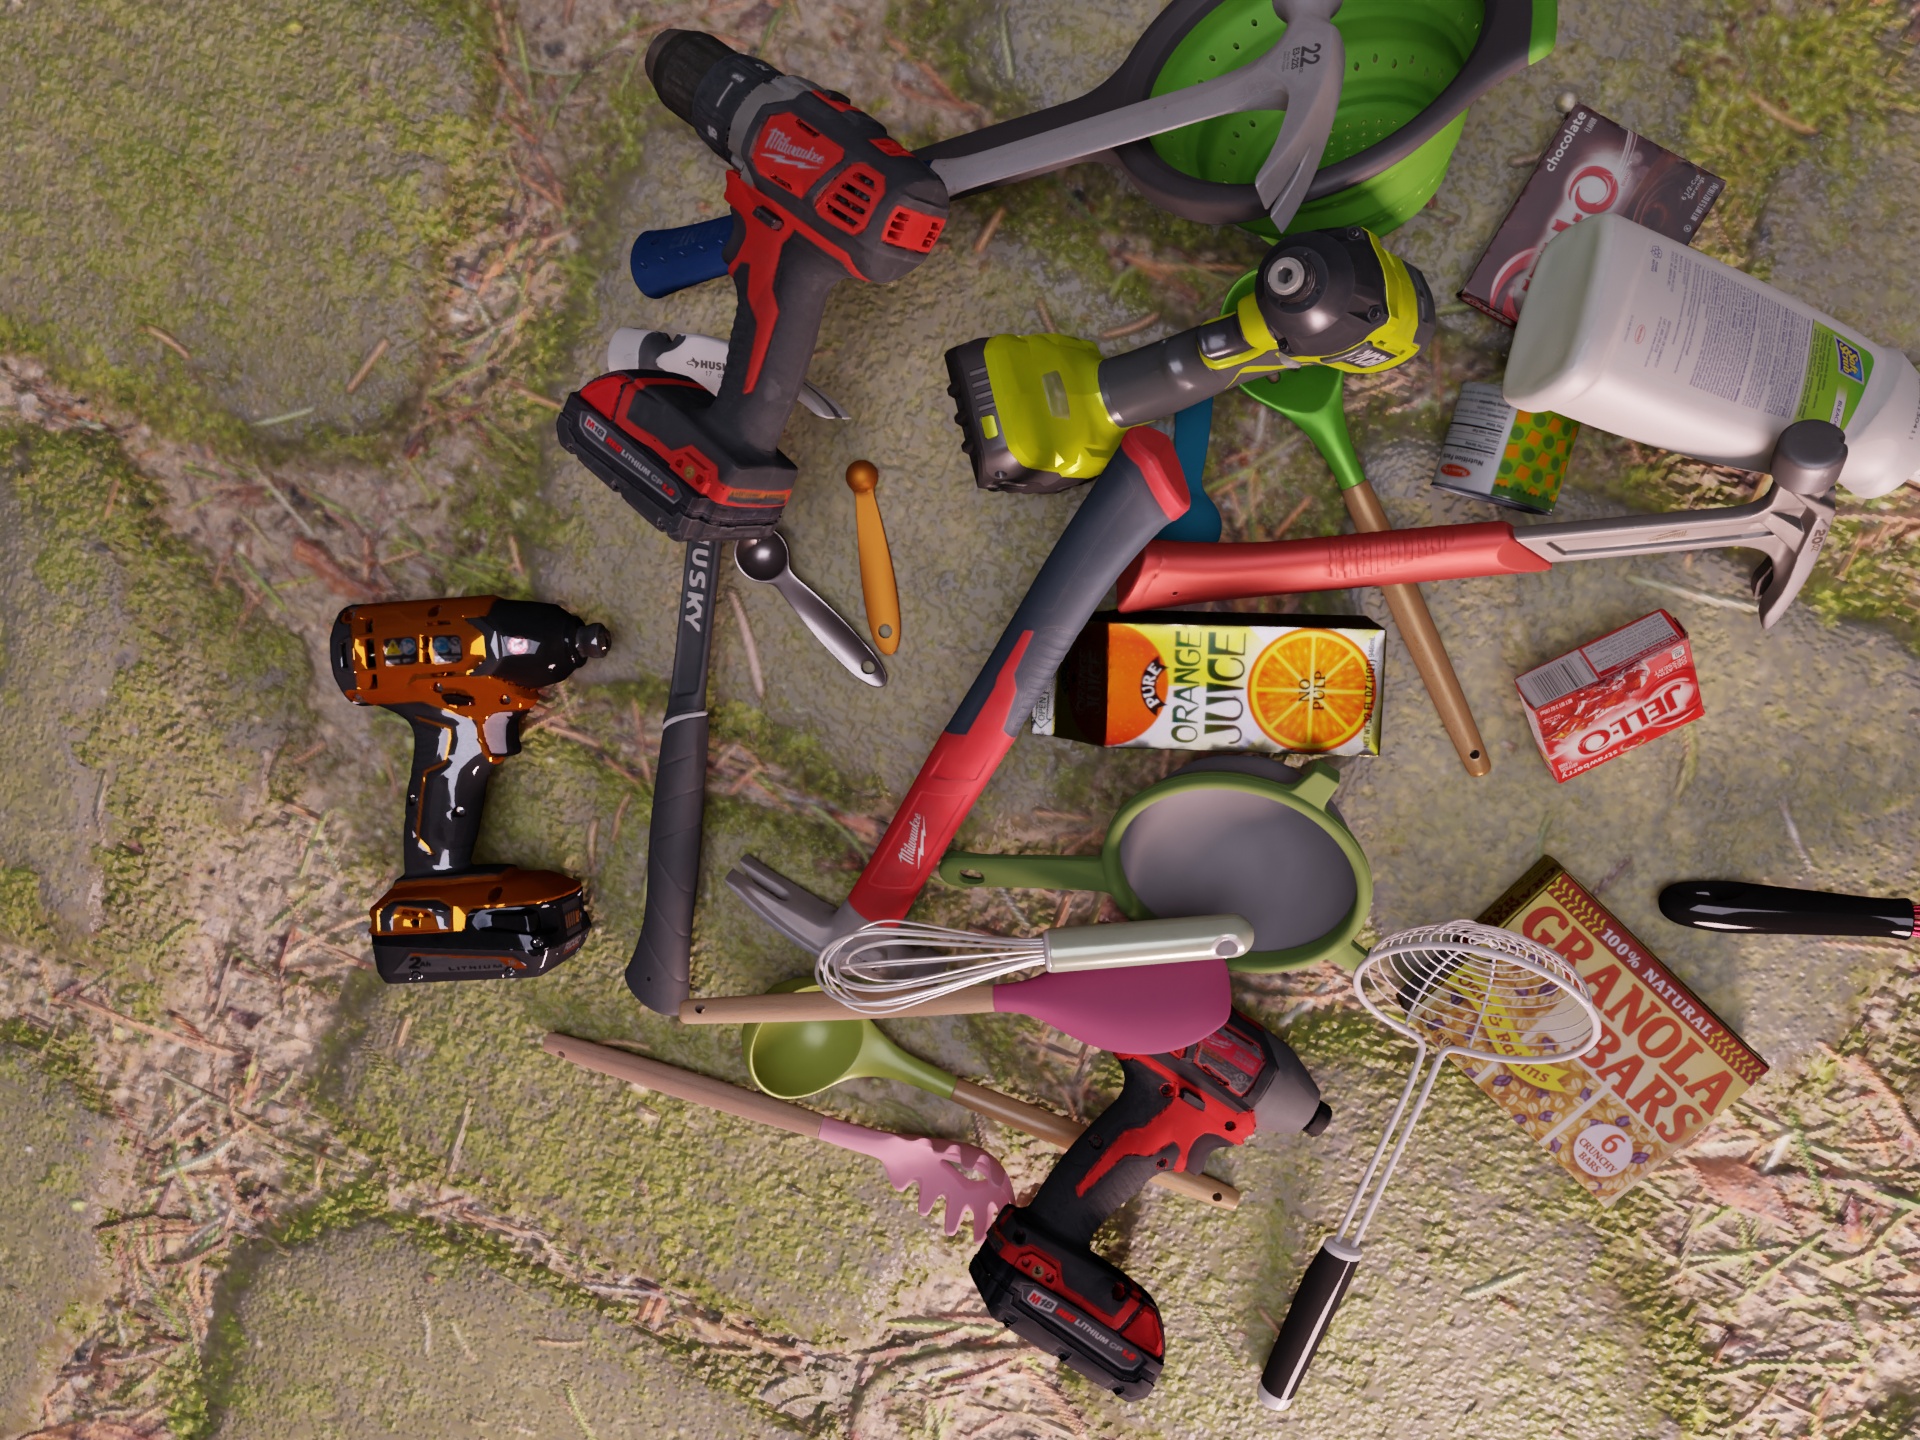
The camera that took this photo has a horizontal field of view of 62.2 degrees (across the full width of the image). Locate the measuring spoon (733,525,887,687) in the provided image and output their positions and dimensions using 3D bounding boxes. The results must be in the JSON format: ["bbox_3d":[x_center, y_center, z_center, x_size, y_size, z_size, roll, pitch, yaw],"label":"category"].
[{"bbox_3d":[-0.086,-0.068,0.952,0.034,0.018,0.124,-39,99,21],"label":"measuring spoon"}]

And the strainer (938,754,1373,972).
[{"bbox_3d":[0.112,0.071,0.927,0.256,0.069,0.151,-2,128,25],"label":"strainer"}]

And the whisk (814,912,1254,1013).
[{"bbox_3d":[0.041,0.129,0.888,0.246,0.059,0.057,-5,127,1],"label":"whisk"}]

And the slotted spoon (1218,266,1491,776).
[{"bbox_3d":[0.230,-0.109,0.897,0.070,0.031,0.313,-25,97,11],"label":"slotted spoon"}]

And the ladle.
[{"bbox_3d":[0.020,0.237,0.963,0.320,0.062,0.078,22,98,1],"label":"ladle"}]

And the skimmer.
[{"bbox_3d":[0.238,0.267,0.895,0.127,0.090,0.363,20,110,5],"label":"skimmer"}]

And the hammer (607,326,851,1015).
[{"bbox_3d":[-0.156,-0.019,0.944,0.149,0.036,0.409,13,104,23],"label":"hammer"}]

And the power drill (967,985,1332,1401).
[{"bbox_3d":[0.113,0.266,0.923,0.143,0.078,0.220,33,82,-4],"label":"power drill"}]

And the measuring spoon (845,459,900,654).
[{"bbox_3d":[-0.051,-0.096,0.941,0.021,0.011,0.117,-7,98,8],"label":"measuring spoon"}]

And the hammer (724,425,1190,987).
[{"bbox_3d":[-0.001,-0.003,0.870,0.143,0.038,0.386,32,123,2],"label":"hammer"}]

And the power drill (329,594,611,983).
[{"bbox_3d":[-0.284,0.037,0.959,0.164,0.084,0.226,-4,94,7],"label":"power drill"}]

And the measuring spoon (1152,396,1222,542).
[{"bbox_3d":[0.131,-0.153,0.903,0.042,0.021,0.128,4,101,6],"label":"measuring spoon"}]

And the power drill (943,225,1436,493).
[{"bbox_3d":[0.112,-0.185,0.805,0.223,0.171,0.080,-15,89,30],"label":"power drill"}]

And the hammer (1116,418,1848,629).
[{"bbox_3d":[0.263,-0.085,0.848,0.359,0.149,0.037,-5,61,11],"label":"hammer"}]

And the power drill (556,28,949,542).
[{"bbox_3d":[-0.124,-0.225,0.821,0.188,0.080,0.226,40,115,21],"label":"power drill"}]

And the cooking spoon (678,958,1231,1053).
[{"bbox_3d":[-0.006,0.161,0.912,0.319,0.017,0.069,-4,68,7],"label":"cooking spoon"}]

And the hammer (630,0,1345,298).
[{"bbox_3d":[-0.004,-0.276,0.819,0.405,0.035,0.144,-6,64,29],"label":"hammer"}]

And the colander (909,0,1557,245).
[{"bbox_3d":[0.114,-0.299,0.850,0.397,0.094,0.205,-8,57,26],"label":"colander"}]

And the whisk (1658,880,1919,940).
[{"bbox_3d":[0.543,0.111,0.876,0.296,0.073,0.073,3,99,12],"label":"whisk"}]

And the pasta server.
[{"bbox_3d":[-0.114,0.250,0.991,0.316,0.040,0.060,16,122,6],"label":"pasta server"}]
